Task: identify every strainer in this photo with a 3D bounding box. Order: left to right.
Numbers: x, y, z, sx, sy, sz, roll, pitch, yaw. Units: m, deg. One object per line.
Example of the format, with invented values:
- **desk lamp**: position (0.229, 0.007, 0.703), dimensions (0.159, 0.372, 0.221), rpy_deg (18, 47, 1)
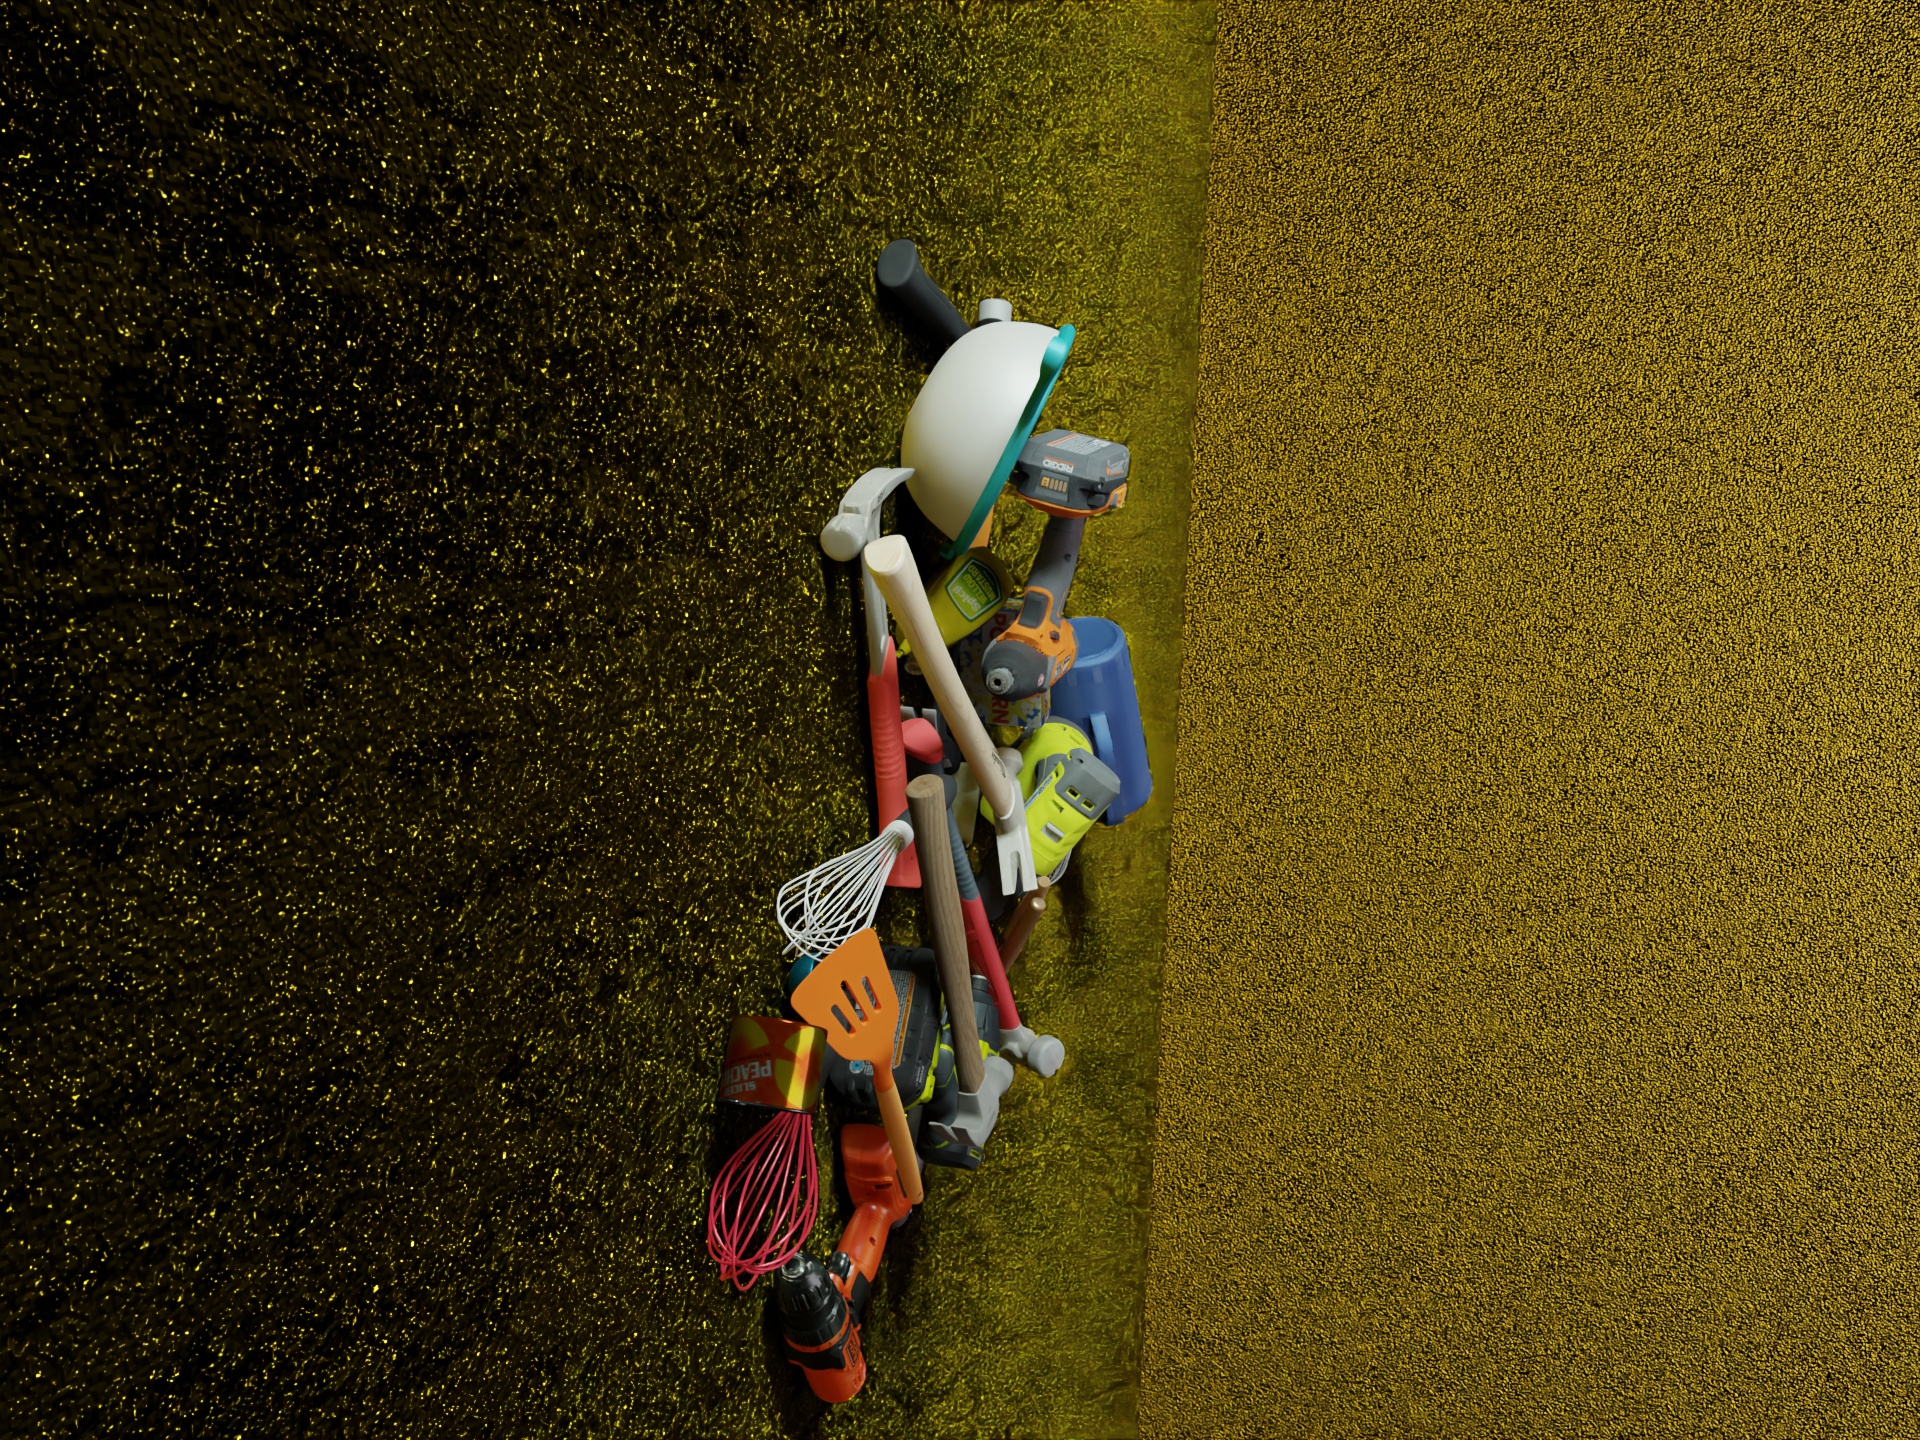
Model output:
- **strainer**: position (0.015, -0.256, 1.263), dimensions (0.211, 0.095, 0.340), rpy_deg (-64, -176, -7)

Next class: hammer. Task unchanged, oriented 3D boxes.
- **hammer**: position (-0.060, -0.022, 1.305), dimensions (0.149, 0.037, 0.358), rpy_deg (-60, 150, -58)
- **hammer**: position (-0.010, -0.342, 1.404), dimensions (0.334, 0.035, 0.146), rpy_deg (11, 83, -75)
- **hammer**: position (-0.007, 0.198, 1.268), dimensions (0.130, 0.031, 0.331), rpy_deg (-57, 142, -59)
- **hammer**: position (-0.007, 0.165, 1.482), dimensions (0.038, 0.143, 0.386), rpy_deg (-38, 125, -33)
- **hammer**: position (-0.002, -0.004, 1.314), dimensions (0.410, 0.038, 0.146), rpy_deg (64, 16, -54)
- **hammer**: position (0.000, -0.124, 1.504), dimensions (0.127, 0.034, 0.337), rpy_deg (66, 32, -63)

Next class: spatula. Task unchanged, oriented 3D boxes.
- **spatula**: position (-0.061, 0.283, 1.210), dimensions (0.081, 0.041, 0.322), rpy_deg (-41, 144, -27)

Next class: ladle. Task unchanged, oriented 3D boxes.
- **ladle**: position (0.055, 0.205, 1.577), dimensions (0.031, 0.069, 0.315), rpy_deg (56, -19, 15)

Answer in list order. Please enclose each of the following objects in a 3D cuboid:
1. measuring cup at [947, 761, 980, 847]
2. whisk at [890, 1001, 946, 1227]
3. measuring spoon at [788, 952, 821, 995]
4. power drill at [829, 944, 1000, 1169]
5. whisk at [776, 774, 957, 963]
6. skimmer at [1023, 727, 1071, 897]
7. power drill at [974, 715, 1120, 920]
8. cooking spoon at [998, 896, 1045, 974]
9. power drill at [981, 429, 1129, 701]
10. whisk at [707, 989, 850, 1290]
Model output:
- **measuring cup**: position (-0.004, 0.094, 1.569), dimensions (0.167, 0.038, 0.083), rpy_deg (99, 0, -68)
- **whisk**: position (-0.037, 0.353, 1.490), dimensions (0.055, 0.055, 0.239), rpy_deg (51, 50, -69)
- **measuring spoon**: position (-0.112, 0.196, 1.222), dimensions (0.128, 0.021, 0.042), rpy_deg (41, 54, -83)
- **power drill**: position (-0.026, 0.281, 1.375), dimensions (0.223, 0.080, 0.171), rpy_deg (52, 44, -57)
- **whisk**: position (-0.063, 0.103, 1.229), dimensions (0.285, 0.070, 0.070), rpy_deg (-45, 138, -59)
- **skimmer**: position (0.052, 0.040, 1.745), dimensions (0.127, 0.090, 0.362), rpy_deg (-95, 168, -54)
- **power drill**: position (0.072, 0.094, 1.589), dimensions (0.190, 0.080, 0.229), rpy_deg (-50, -171, 11)
- **cooking spoon**: position (0.037, 0.247, 1.573), dimensions (0.318, 0.017, 0.069), rpy_deg (113, -17, -56)
- **power drill**: position (0.073, -0.126, 1.367), dimensions (0.164, 0.084, 0.226), rpy_deg (-39, 144, -66)
- **whisk**: position (-0.119, 0.288, 1.143), dimensions (0.296, 0.073, 0.073), rpy_deg (-71, 160, -61)
